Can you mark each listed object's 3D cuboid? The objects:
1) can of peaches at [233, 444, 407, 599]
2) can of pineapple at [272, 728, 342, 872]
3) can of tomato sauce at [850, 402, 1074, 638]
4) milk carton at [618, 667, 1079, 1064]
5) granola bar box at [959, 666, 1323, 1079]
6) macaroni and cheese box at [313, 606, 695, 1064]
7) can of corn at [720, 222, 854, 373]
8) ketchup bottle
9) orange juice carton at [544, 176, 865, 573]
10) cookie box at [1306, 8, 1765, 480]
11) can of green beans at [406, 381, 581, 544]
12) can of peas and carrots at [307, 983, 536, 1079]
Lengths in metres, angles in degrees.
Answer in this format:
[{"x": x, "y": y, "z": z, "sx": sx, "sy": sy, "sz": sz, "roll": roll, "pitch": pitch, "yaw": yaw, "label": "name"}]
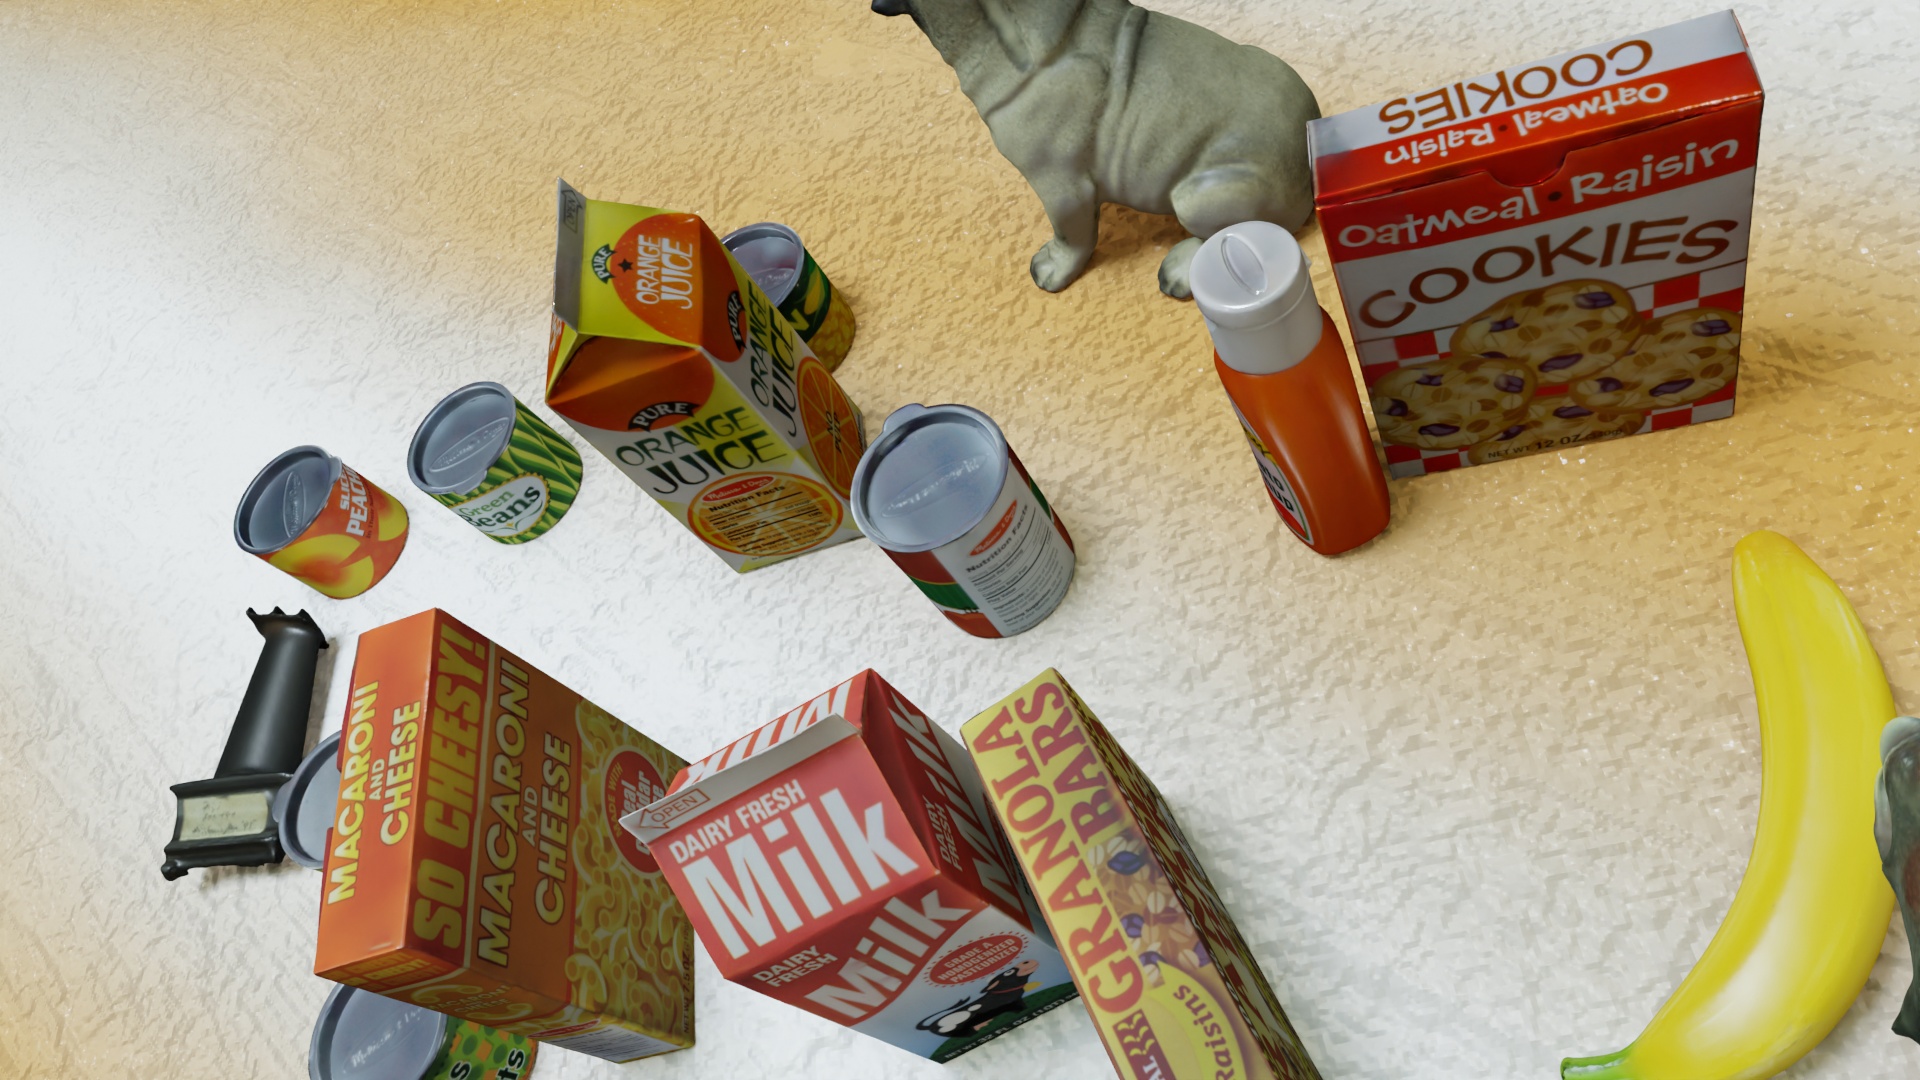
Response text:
[{"x": -0.342, "y": -0.010, "z": 0.749, "sx": 0.071, "sy": 0.058, "sz": 0.071, "roll": -12, "pitch": 57, "yaw": 19, "label": "can of peaches"}, {"x": -0.264, "y": 0.124, "z": 0.632, "sx": 0.071, "sy": 0.057, "sz": 0.071, "roll": -12, "pitch": 57, "yaw": 19, "label": "can of pineapple"}, {"x": 0.002, "y": -0.007, "z": 0.567, "sx": 0.071, "sy": 0.083, "sz": 0.071, "roll": -12, "pitch": 57, "yaw": 19, "label": "can of tomato sauce"}, {"x": -0.026, "y": 0.105, "z": 0.447, "sx": 0.072, "sy": 0.190, "sz": 0.074, "roll": -28, "pitch": 54, "yaw": 8, "label": "milk carton"}, {"x": 0.067, "y": 0.134, "z": 0.426, "sx": 0.039, "sy": 0.124, "sz": 0.166, "roll": -32, "pitch": 53, "yaw": 6, "label": "granola bar box"}, {"x": -0.160, "y": 0.116, "z": 0.519, "sx": 0.040, "sy": 0.166, "sz": 0.124, "roll": -19, "pitch": 55, "yaw": 15, "label": "macaroni and cheese box"}, {"x": -0.094, "y": -0.112, "z": 0.691, "sx": 0.071, "sy": 0.058, "sz": 0.071, "roll": -12, "pitch": 57, "yaw": 19, "label": "can of corn"}, {"x": 0.119, "y": -0.054, "z": 0.498, "sx": 0.043, "sy": 0.148, "sz": 0.065, "roll": -28, "pitch": 54, "yaw": 9, "label": "ketchup bottle"}, {"x": -0.112, "y": -0.066, "z": 0.589, "sx": 0.073, "sy": 0.192, "sz": 0.072, "roll": -17, "pitch": 56, "yaw": 16, "label": "orange juice carton"}, {"x": 0.195, "y": -0.087, "z": 0.470, "sx": 0.123, "sy": 0.167, "sz": 0.040, "roll": -11, "pitch": 58, "yaw": 20, "label": "cookie box"}, {"x": -0.240, "y": -0.039, "z": 0.718, "sx": 0.071, "sy": 0.057, "sz": 0.071, "roll": -12, "pitch": 57, "yaw": 19, "label": "can of green beans"}, {"x": -0.214, "y": 0.204, "z": 0.560, "sx": 0.071, "sy": 0.058, "sz": 0.071, "roll": -12, "pitch": 57, "yaw": 19, "label": "can of peas and carrots"}]
